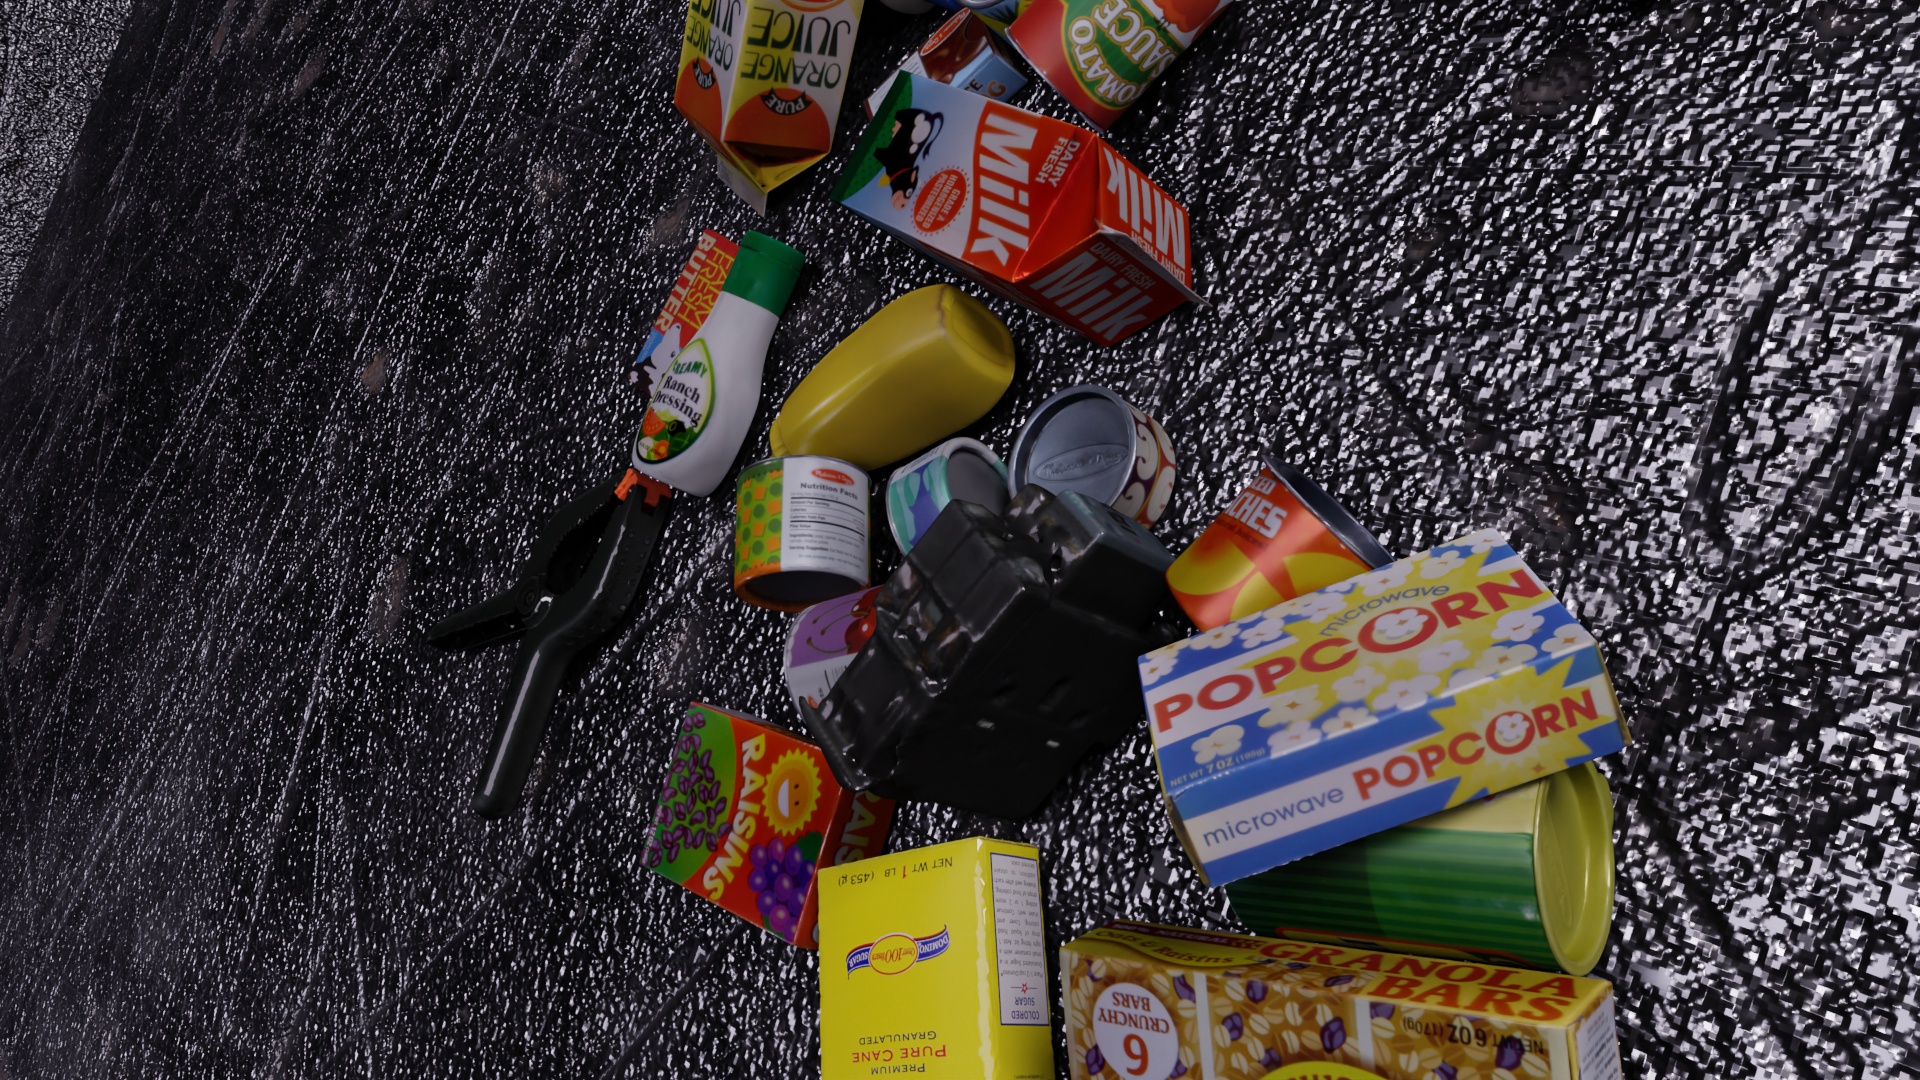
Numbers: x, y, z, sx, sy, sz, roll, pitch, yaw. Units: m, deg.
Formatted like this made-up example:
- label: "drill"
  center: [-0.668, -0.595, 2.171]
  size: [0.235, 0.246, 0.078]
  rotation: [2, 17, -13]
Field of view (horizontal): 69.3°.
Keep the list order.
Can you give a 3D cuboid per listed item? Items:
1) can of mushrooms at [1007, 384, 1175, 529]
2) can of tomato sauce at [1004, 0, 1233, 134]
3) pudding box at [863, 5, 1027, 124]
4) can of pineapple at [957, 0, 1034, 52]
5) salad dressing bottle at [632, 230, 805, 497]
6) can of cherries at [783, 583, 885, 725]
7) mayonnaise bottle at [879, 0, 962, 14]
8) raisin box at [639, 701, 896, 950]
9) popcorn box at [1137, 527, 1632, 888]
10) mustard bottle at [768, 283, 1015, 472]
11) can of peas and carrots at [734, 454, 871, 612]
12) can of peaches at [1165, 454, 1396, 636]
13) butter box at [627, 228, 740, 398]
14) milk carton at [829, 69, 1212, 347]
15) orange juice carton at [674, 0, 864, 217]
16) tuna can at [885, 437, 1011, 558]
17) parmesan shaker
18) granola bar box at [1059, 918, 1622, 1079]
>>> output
- label: "can of mushrooms"
  center: [0.055, -0.027, 0.587]
  size: [0.071, 0.033, 0.071]
  rotation: [-17, 63, 36]
- label: "can of tomato sauce"
  center: [0.073, -0.239, 0.632]
  size: [0.083, 0.071, 0.071]
  rotation: [-43, 50, 21]
- label: "pudding box"
  center: [-0.009, -0.236, 0.730]
  size: [0.083, 0.030, 0.050]
  rotation: [-37, 51, 25]
- label: "can of pineapple"
  center: [0.039, -0.276, 0.684]
  size: [0.071, 0.058, 0.071]
  rotation: [-17, 63, 37]
- label: "salad dressing bottle"
  center: [-0.133, -0.099, 0.777]
  size: [0.064, 0.044, 0.147]
  rotation: [25, 91, 40]
- label: "can of cherries"
  center: [-0.034, 0.051, 0.615]
  size: [0.058, 0.071, 0.072]
  rotation: [-19, 62, 36]
- label: "mayonnaise bottle"
  center: [-0.034, -0.329, 0.781]
  size: [0.148, 0.041, 0.064]
  rotation: [40, 107, 44]
- label: "raisin box"
  center: [-0.090, 0.131, 0.651]
  size: [0.123, 0.040, 0.086]
  rotation: [9, 79, 45]
- label: "popcorn box"
  center: [0.121, 0.048, 0.425]
  size: [0.126, 0.038, 0.085]
  rotation: [-21, 20, 10]
- label: "mustard bottle"
  center: [-0.048, -0.065, 0.674]
  size: [0.159, 0.065, 0.049]
  rotation: [-27, 45, 36]
- label: "can of peas and carrots"
  center: [-0.077, -0.001, 0.674]
  size: [0.071, 0.071, 0.059]
  rotation: [-19, 62, 36]
- label: "can of peaches"
  center: [0.114, 0.012, 0.493]
  size: [0.058, 0.071, 0.071]
  rotation: [-49, 48, 18]
- label: "butter box"
  center: [-0.154, -0.128, 0.822]
  size: [0.053, 0.024, 0.103]
  rotation: [35, 98, 43]
- label: "milk carton"
  center: [0.030, -0.148, 0.631]
  size: [0.191, 0.072, 0.073]
  rotation: [36, 98, 44]
- label: "orange juice carton"
  center: [-0.107, -0.286, 0.784]
  size: [0.072, 0.073, 0.191]
  rotation: [46, 129, 42]
- label: "tuna can"
  center: [0.002, -0.008, 0.605]
  size: [0.032, 0.071, 0.071]
  rotation: [-29, 56, 31]
- label: "parmesan shaker"
  center: [0.143, 0.096, 0.440]
  size: [0.103, 0.071, 0.071]
  rotation: [-7, 69, 41]
- label: "granola bar box"
  center: [0.111, 0.188, 0.419]
  size: [0.165, 0.039, 0.124]
  rotation: [-6, 91, 41]
